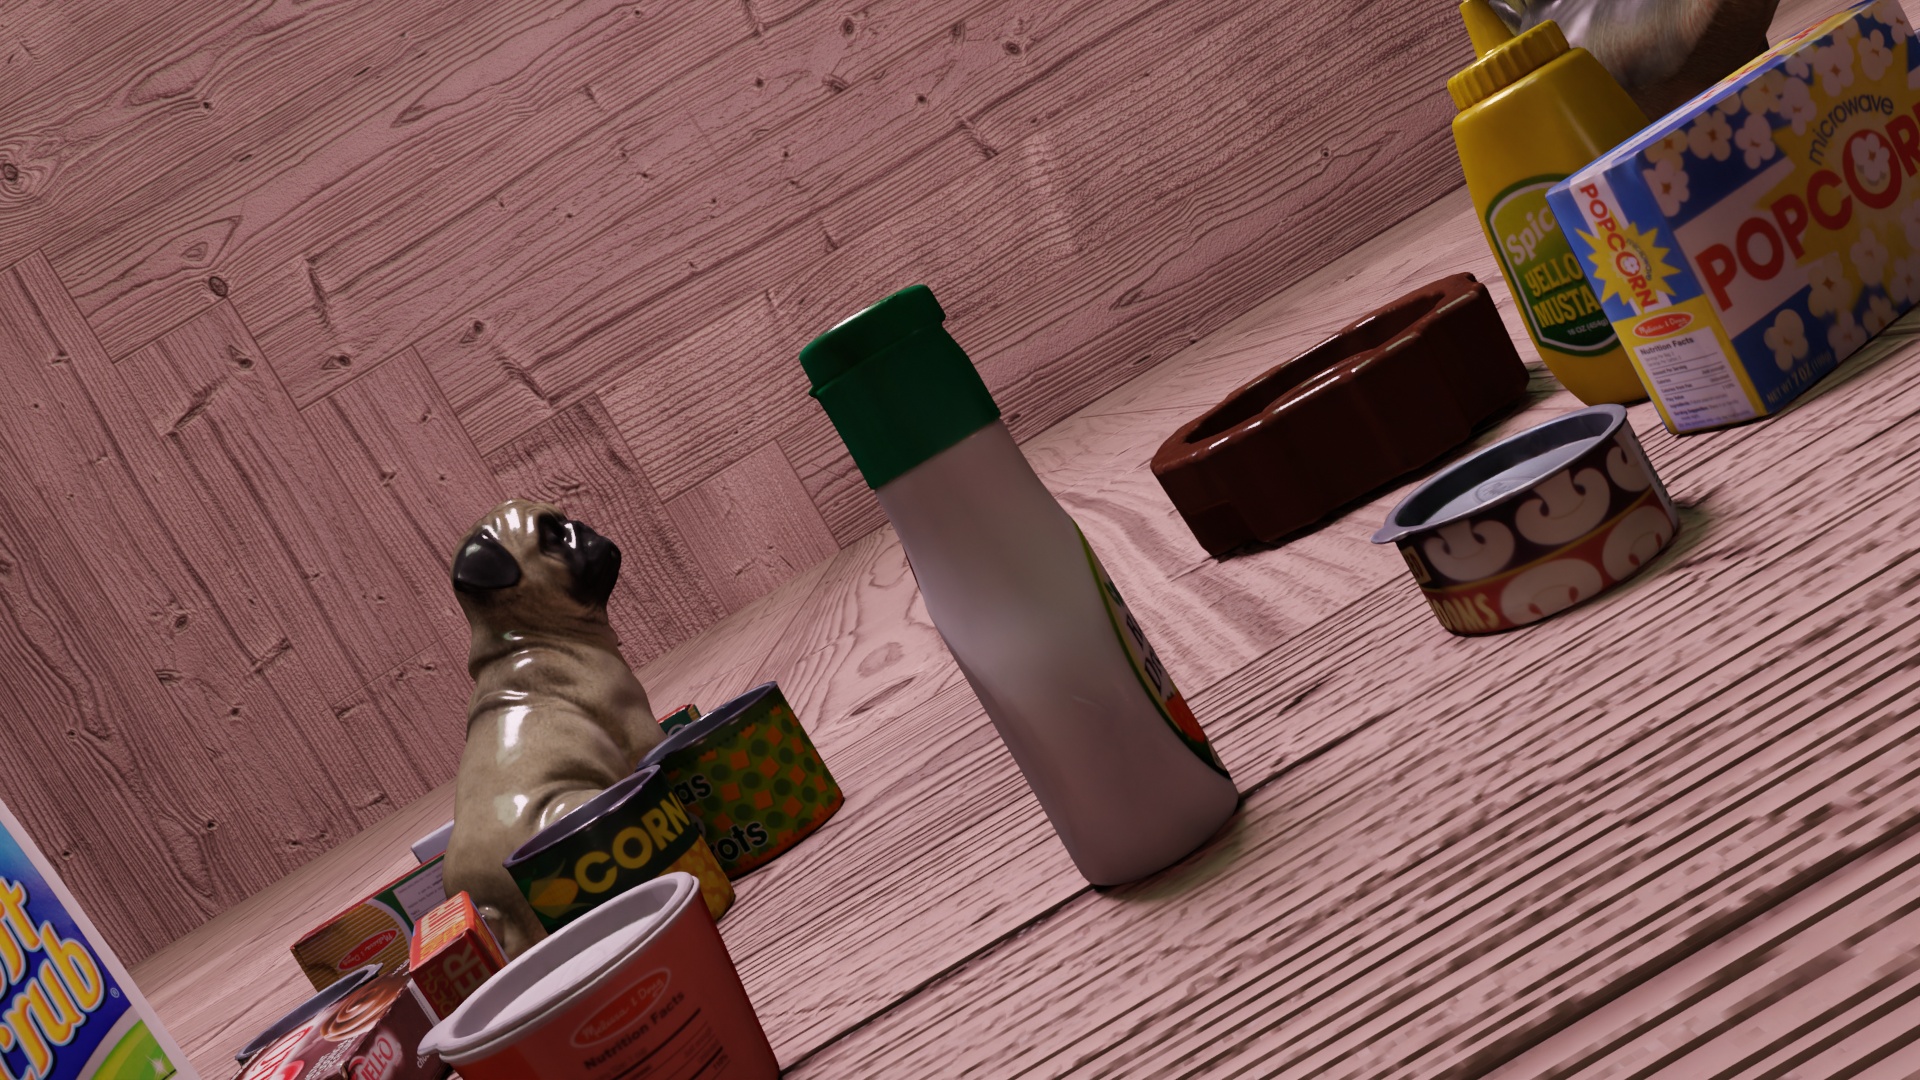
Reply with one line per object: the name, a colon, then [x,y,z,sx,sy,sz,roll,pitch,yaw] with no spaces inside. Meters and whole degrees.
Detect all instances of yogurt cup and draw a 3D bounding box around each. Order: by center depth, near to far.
yogurt cup: [-0.079,0.120,0.328,0.072,0.054,0.072,-30,4,3]

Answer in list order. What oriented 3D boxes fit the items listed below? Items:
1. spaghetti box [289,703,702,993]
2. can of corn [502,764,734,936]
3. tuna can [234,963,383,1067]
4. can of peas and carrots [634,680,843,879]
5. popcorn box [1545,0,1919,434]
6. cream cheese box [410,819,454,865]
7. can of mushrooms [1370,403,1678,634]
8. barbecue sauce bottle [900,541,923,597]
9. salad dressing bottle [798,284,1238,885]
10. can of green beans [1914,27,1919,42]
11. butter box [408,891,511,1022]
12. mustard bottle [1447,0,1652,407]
spaghetti box: [-0.249,0.178,0.791,0.251,0.050,0.028,-31,4,-12]
can of corn: [-0.126,0.126,0.520,0.071,0.058,0.071,-30,4,3]
tuna can: [-0.286,0.225,0.630,0.071,0.033,0.071,-30,5,3]
can of peas and carrots: [-0.092,0.101,0.578,0.071,0.058,0.071,-30,4,3]
popcorn box: [0.248,-0.099,0.420,0.127,0.085,0.038,-32,4,-19]
cream cheese box: [-0.302,0.195,0.917,0.104,0.053,0.024,-31,4,-6]
can of mushrooms: [0.146,-0.004,0.364,0.071,0.033,0.071,-30,5,3]
barbecue sauce bottle: [0.002,-0.007,0.586,0.065,0.148,0.043,-31,4,-13]
salad dressing bottle: [0.013,0.010,0.337,0.044,0.147,0.064,-30,4,4]
can of green beans: [0.350,-0.153,0.525,0.071,0.058,0.071,-30,4,3]
butter box: [-0.173,0.159,0.496,0.024,0.053,0.103,-32,5,-21]
mustard bottle: [0.208,-0.125,0.481,0.049,0.160,0.065,-33,5,-27]
